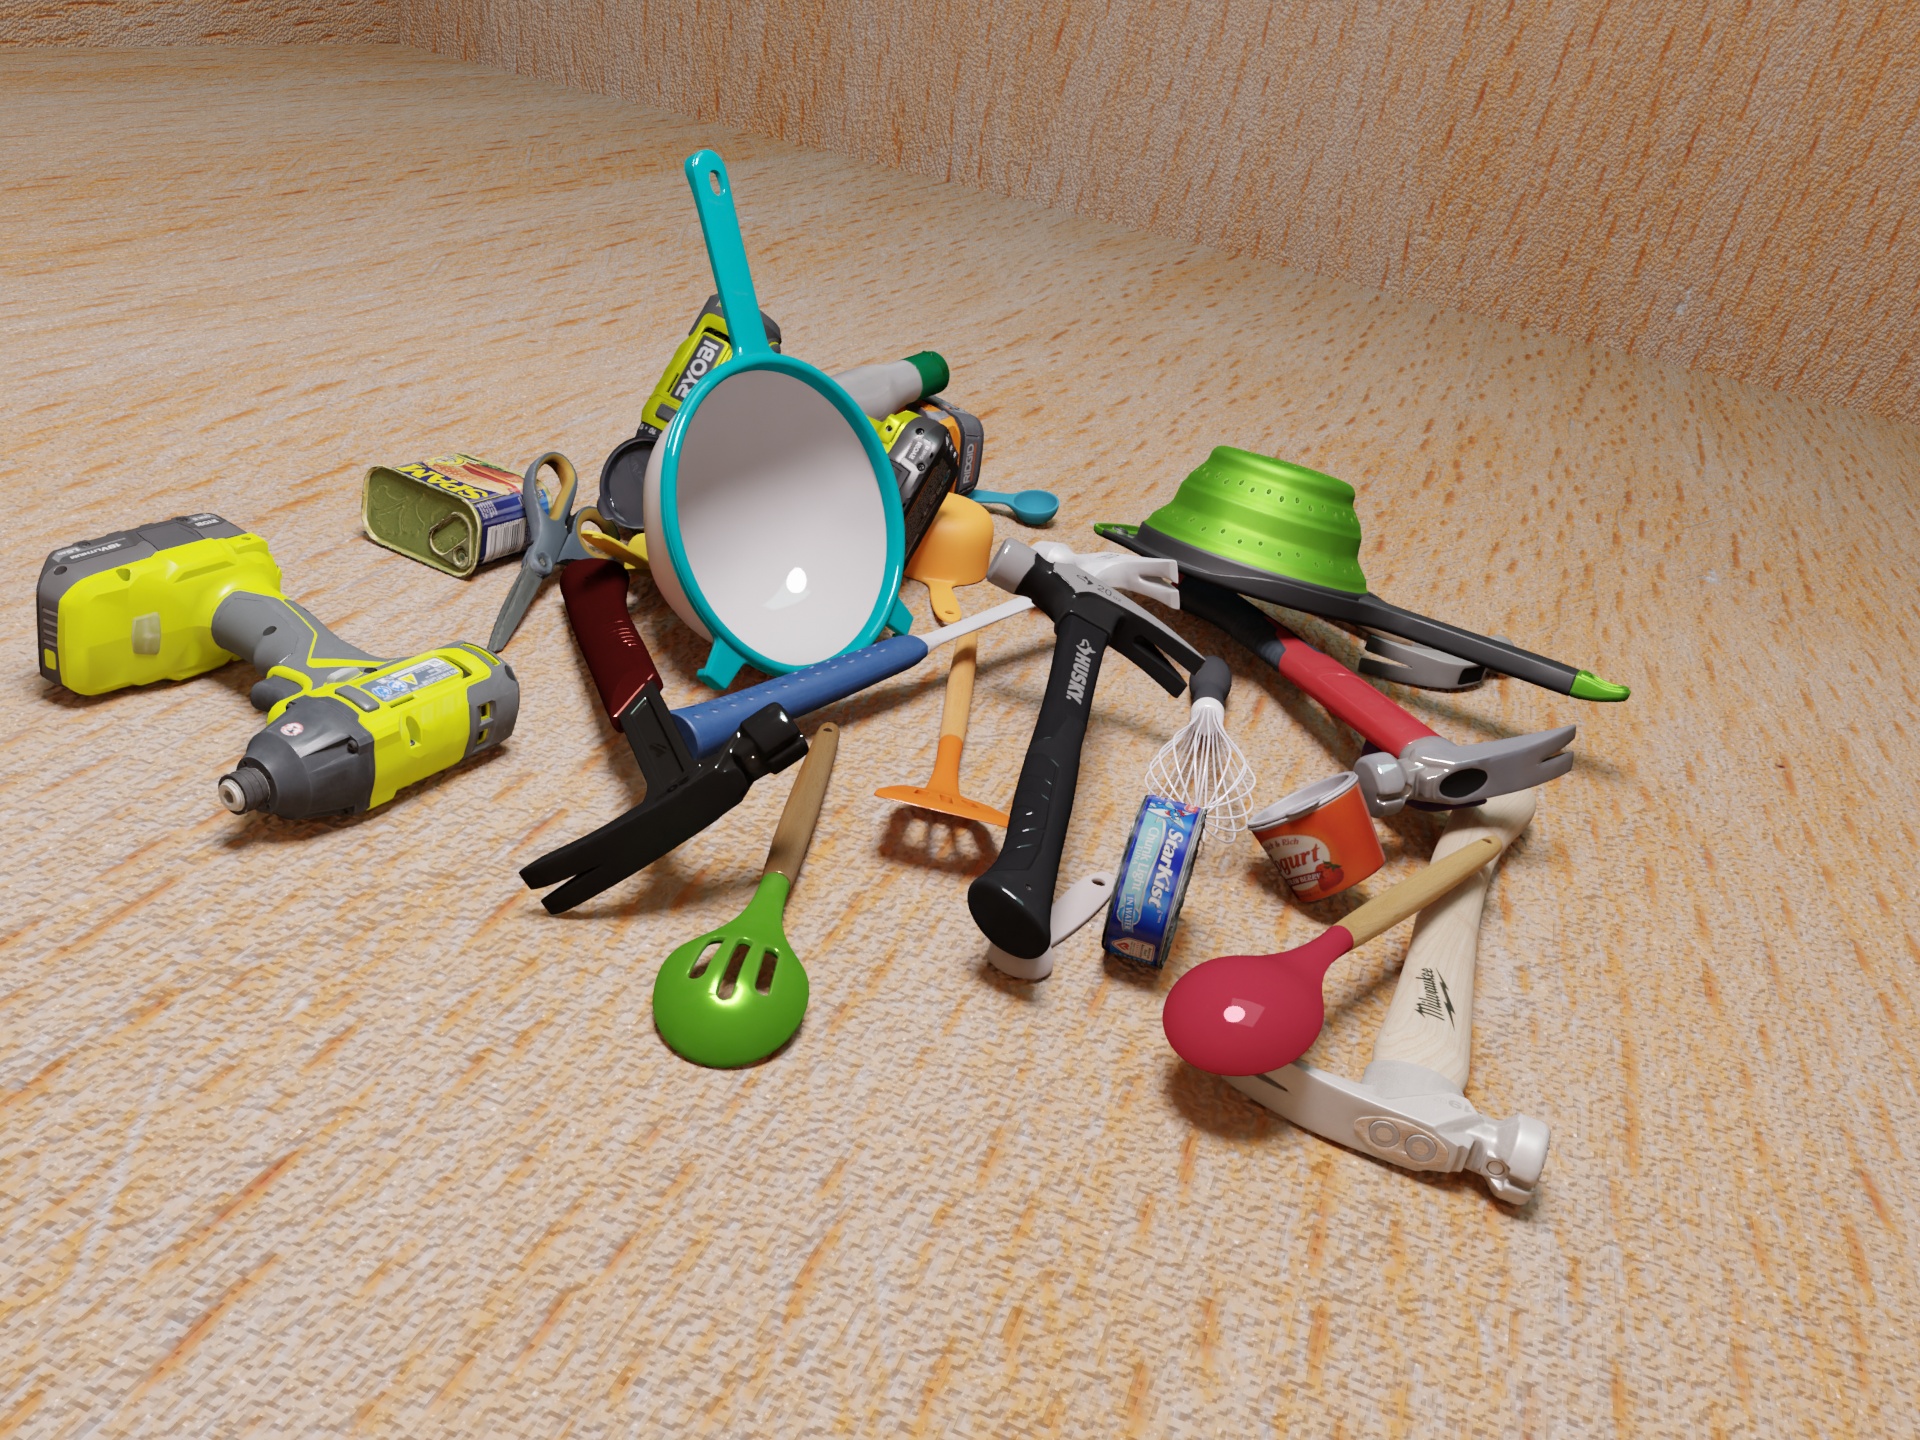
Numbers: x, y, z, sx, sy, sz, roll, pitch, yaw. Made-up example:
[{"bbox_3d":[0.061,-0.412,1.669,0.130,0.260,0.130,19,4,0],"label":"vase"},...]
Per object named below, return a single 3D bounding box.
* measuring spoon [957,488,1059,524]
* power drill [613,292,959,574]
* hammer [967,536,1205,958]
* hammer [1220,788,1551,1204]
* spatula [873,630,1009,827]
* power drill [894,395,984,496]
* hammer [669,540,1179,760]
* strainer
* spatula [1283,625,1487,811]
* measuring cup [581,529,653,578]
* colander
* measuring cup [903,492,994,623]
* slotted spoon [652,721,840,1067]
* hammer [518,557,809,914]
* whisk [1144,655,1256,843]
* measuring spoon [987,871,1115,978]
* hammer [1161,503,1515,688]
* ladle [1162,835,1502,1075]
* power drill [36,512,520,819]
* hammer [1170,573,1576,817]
[{"bbox_3d":[0.023,-0.188,1.395,0.128,0.021,0.042,7,38,10],"label":"measuring spoon"},{"bbox_3d":[-0.136,-0.188,1.180,0.228,0.190,0.080,29,-2,12],"label":"power drill"},{"bbox_3d":[0.059,0.013,0.892,0.146,0.035,0.335,28,34,-7],"label":"hammer"},{"bbox_3d":[0.262,0.110,0.886,0.146,0.038,0.411,19,27,16],"label":"hammer"},{"bbox_3d":[-0.002,-0.003,0.993,0.081,0.041,0.323,14,26,-3],"label":"spatula"},{"bbox_3d":[-0.112,-0.227,1.338,0.226,0.084,0.164,-19,40,-37],"label":"power drill"},{"bbox_3d":[-0.019,-0.051,1.033,0.144,0.035,0.405,12,26,43],"label":"hammer"},{"bbox_3d":[-0.153,-0.190,1.045,0.095,0.340,0.211,-7,9,41],"label":"strainer"},{"bbox_3d":[0.274,-0.008,1.108,0.059,0.018,0.316,-7,24,-5],"label":"spatula"},{"bbox_3d":[-0.215,-0.119,1.064,0.062,0.029,0.156,7,-5,12],"label":"measuring cup"},{"bbox_3d":[0.298,-0.118,1.157,0.397,0.094,0.204,23,15,23],"label":"colander"},{"bbox_3d":[-0.012,-0.128,1.216,0.095,0.052,0.174,7,25,-10],"label":"measuring cup"},{"bbox_3d":[-0.094,0.071,0.828,0.070,0.031,0.314,11,25,0],"label":"slotted spoon"},{"bbox_3d":[-0.199,-0.018,0.912,0.149,0.036,0.359,-32,30,-6],"label":"hammer"},{"bbox_3d":[0.158,0.008,1.021,0.070,0.070,0.285,15,22,6],"label":"whisk"},{"bbox_3d":[0.053,0.100,0.838,0.034,0.018,0.124,23,28,22],"label":"measuring spoon"},{"bbox_3d":[0.289,-0.109,1.327,0.130,0.031,0.332,-13,35,-40],"label":"hammer"},{"bbox_3d":[0.207,0.105,0.809,0.069,0.031,0.315,27,29,34],"label":"ladle"},{"bbox_3d":[-0.375,-0.026,0.850,0.223,0.080,0.171,26,30,20],"label":"power drill"},{"bbox_3d":[0.257,-0.040,1.114,0.143,0.038,0.387,-10,25,-14],"label":"hammer"}]
